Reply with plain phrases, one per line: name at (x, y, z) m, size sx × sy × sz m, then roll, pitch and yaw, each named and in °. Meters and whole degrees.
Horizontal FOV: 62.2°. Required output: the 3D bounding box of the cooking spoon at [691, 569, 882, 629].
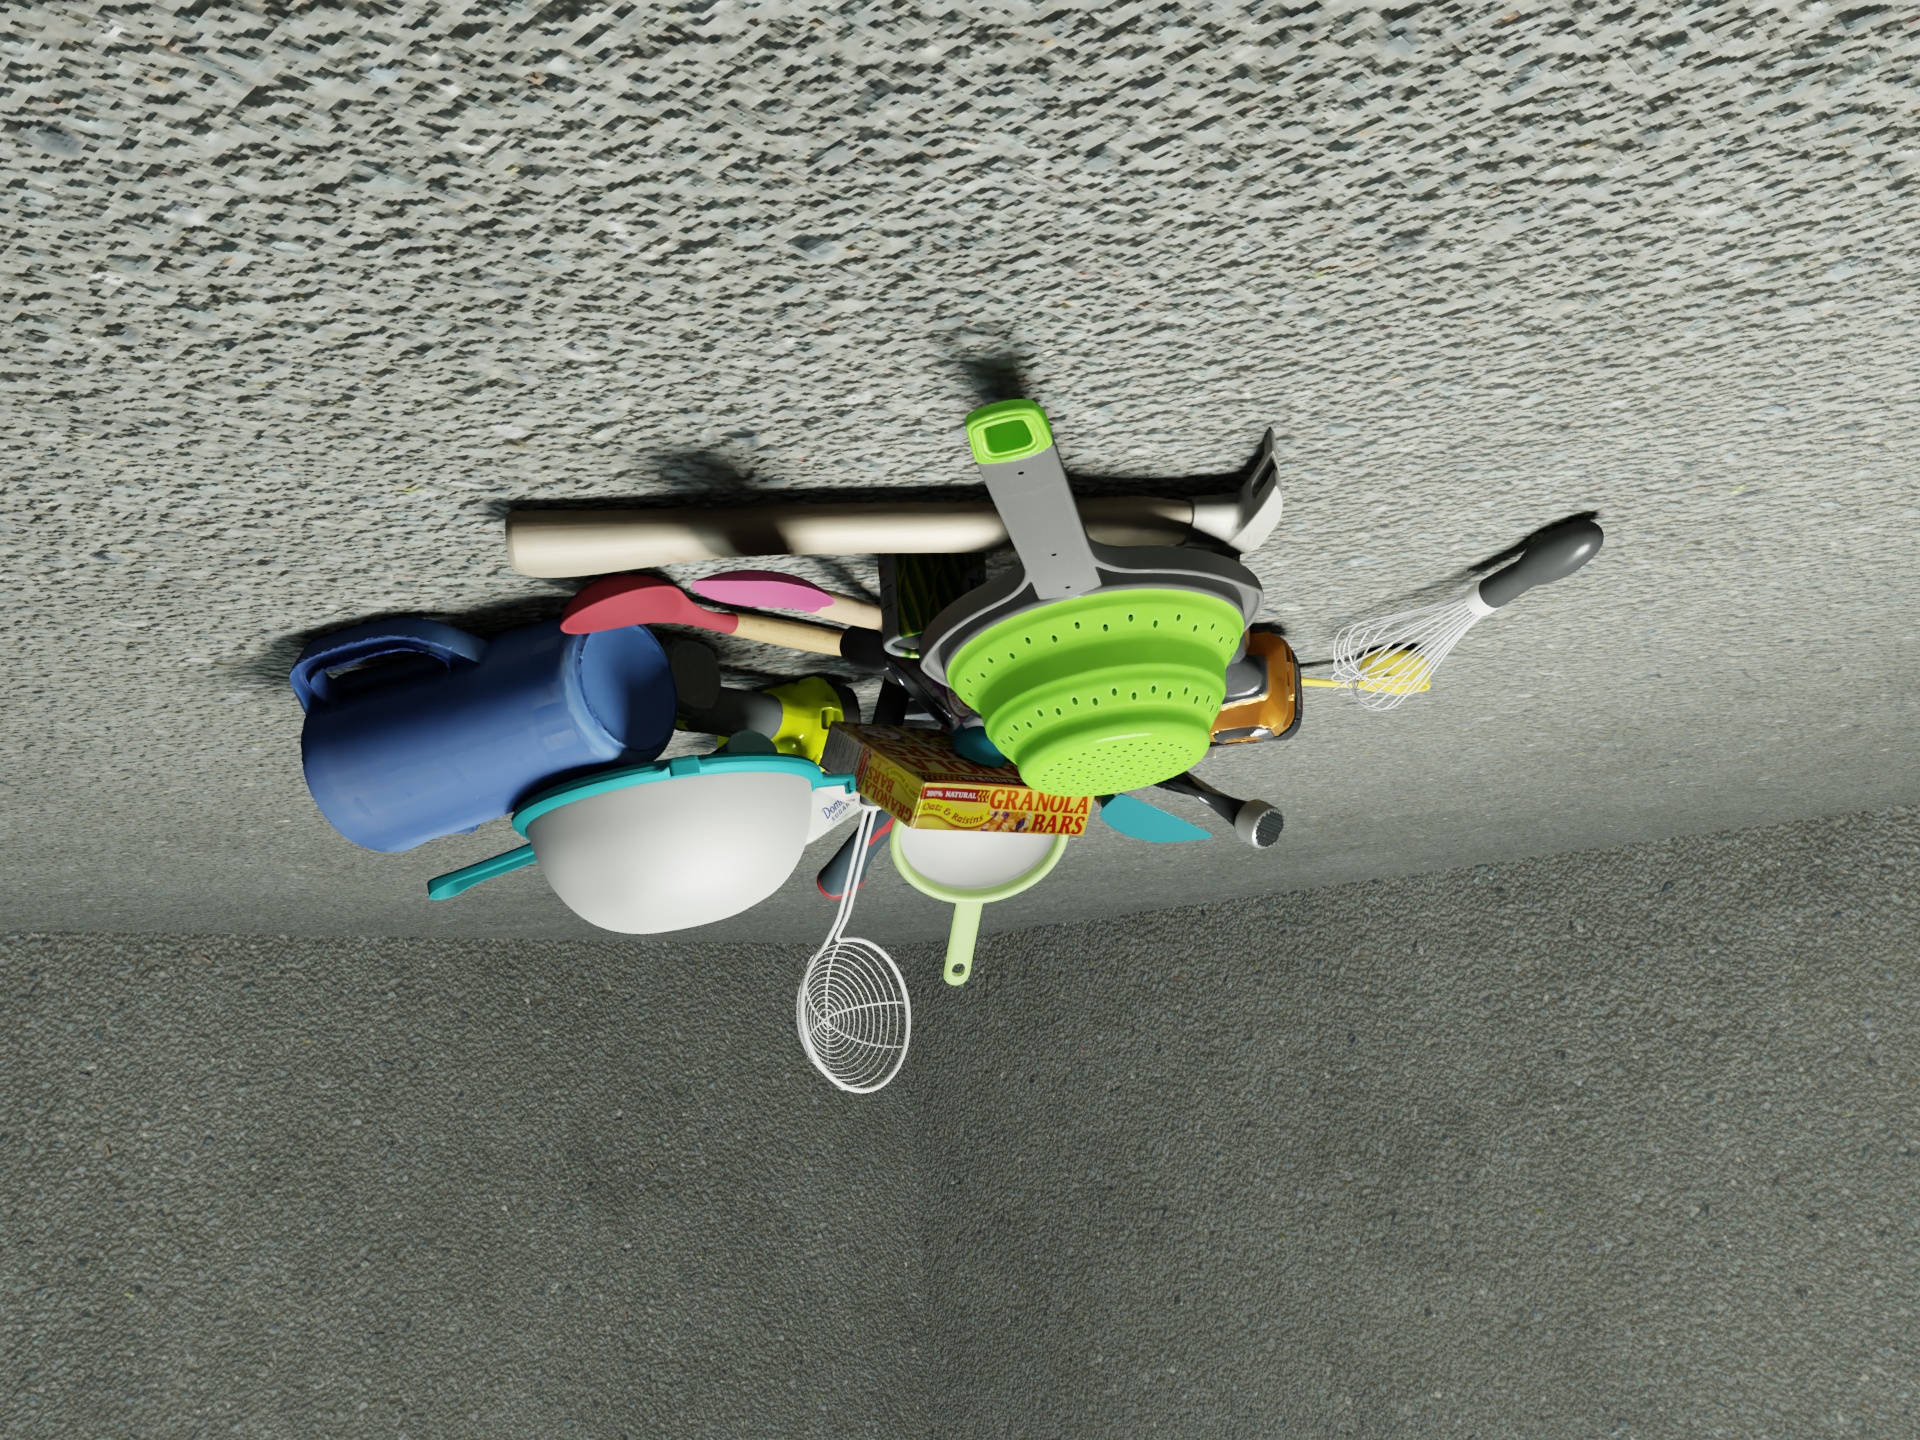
cooking spoon at (-0.080, -0.068, 0.923) m, size 0.069 × 0.017 × 0.319 m, roll 1°, pitch 180°, yaw 11°

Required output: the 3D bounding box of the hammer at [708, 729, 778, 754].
hammer at (-0.222, 0.062, 1.234) m, size 0.128 × 0.033 × 0.331 m, roll 9°, pitch 161°, yaw -29°

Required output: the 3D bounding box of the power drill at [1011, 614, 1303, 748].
power drill at (0.135, -0.037, 1.136) m, size 0.185 × 0.084 × 0.226 m, roll -8°, pitch 163°, yaw 26°

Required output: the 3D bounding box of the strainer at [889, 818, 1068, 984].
strainer at (0.007, 0.120, 1.377) m, size 0.151 × 0.069 × 0.256 m, roll 1°, pitch 129°, yaw -10°

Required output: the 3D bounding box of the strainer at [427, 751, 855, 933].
strainer at (-0.245, 0.111, 1.109) m, size 0.340 × 0.095 × 0.211 m, roll -19°, pitch 165°, yaw 27°

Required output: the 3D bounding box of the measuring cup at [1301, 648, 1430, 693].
measuring cup at (0.304, -0.043, 1.301) m, size 0.156 × 0.029 × 0.062 m, roll 4°, pitch 172°, yaw 24°

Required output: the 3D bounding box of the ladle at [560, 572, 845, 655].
ladle at (-0.132, -0.061, 1.059) m, size 0.069 × 0.031 × 0.315 m, roll -25°, pitch 159°, yaw 35°

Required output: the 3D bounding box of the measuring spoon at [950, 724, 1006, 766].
measuring spoon at (-0.002, -0.004, 1.194) m, size 0.042 × 0.021 × 0.129 m, roll 11°, pitch -159°, yaw -33°

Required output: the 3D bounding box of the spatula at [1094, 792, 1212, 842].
spatula at (0.128, 0.054, 1.363) m, size 0.082 × 0.044 × 0.318 m, roll 24°, pitch -171°, yaw -13°

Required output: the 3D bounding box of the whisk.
whisk at (0.340, -0.074, 1.095) m, size 0.070 × 0.070 × 0.284 m, roll 1°, pitch 162°, yaw -20°

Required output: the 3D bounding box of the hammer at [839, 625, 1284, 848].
hammer at (0.073, 0.007, 1.207) m, size 0.408 × 0.036 × 0.149 m, roll 23°, pitch -176°, yaw -39°

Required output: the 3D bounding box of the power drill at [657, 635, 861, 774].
power drill at (-0.198, -0.001, 1.206) m, size 0.171 × 0.080 × 0.223 m, roll -13°, pitch 161°, yaw 36°

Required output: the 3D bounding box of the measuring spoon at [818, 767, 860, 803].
measuring spoon at (-0.105, 0.056, 1.237) m, size 0.034 × 0.018 × 0.124 m, roll -13°, pitch 161°, yaw 18°

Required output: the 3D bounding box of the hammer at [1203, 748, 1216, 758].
hammer at (0.197, 0.014, 1.418) m, size 0.130 × 0.031 × 0.331 m, roll -4°, pitch 174°, yaw -9°

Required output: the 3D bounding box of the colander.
colander at (0.064, -0.040, 0.846) m, size 0.204 × 0.095 × 0.396 m, roll -12°, pitch 160°, yaw 9°

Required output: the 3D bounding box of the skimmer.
skimmer at (-0.060, 0.130, 1.270) m, size 0.090 × 0.363 × 0.127 m, roll 29°, pitch -151°, yaw 28°

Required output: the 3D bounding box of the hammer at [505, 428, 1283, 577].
hammer at (-0.035, -0.107, 0.855) m, size 0.410 × 0.038 × 0.146 m, roll -2°, pitch 166°, yaw -5°

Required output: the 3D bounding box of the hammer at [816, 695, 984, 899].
hammer at (-0.068, 0.072, 1.436) m, size 0.143 × 0.038 × 0.386 m, roll 3°, pitch 150°, yaw -26°
